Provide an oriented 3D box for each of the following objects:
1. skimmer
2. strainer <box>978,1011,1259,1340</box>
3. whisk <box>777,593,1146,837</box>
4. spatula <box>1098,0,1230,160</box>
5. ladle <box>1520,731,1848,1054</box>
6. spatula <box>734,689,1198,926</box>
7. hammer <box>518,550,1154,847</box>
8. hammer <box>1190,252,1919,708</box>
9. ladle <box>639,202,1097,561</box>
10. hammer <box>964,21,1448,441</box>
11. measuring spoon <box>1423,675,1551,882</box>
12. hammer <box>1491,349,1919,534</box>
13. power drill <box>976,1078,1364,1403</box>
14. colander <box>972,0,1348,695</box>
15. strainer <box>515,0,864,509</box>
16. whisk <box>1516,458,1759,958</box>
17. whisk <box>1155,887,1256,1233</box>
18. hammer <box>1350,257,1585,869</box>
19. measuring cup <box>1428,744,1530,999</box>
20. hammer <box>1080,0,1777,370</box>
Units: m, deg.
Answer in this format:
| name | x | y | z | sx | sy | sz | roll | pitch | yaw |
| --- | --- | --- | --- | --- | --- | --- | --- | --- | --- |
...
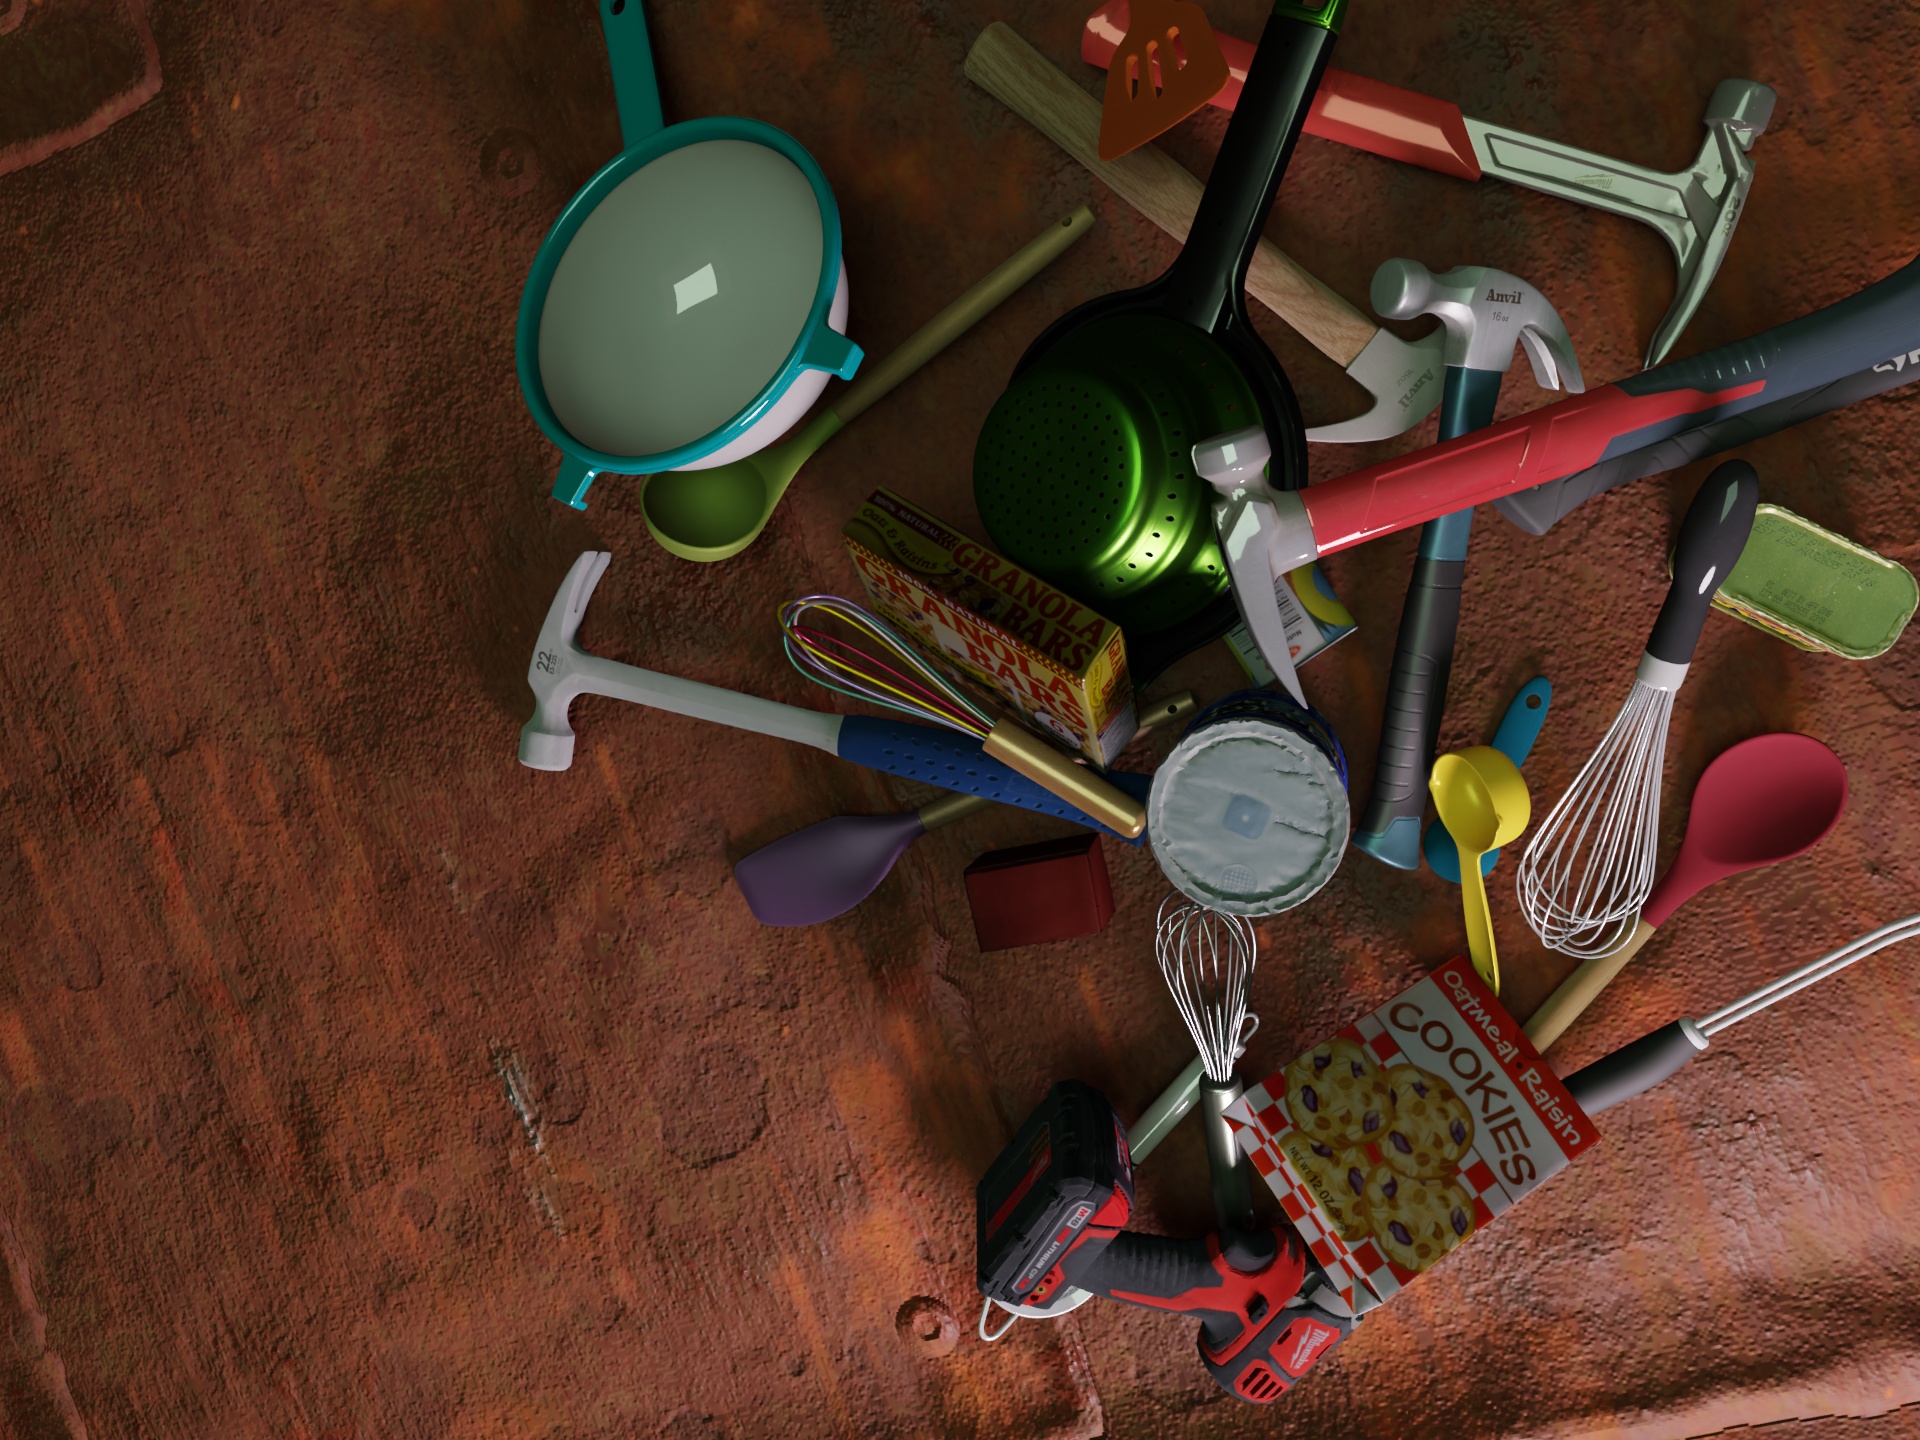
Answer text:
| name | x | y | z | sx | sy | sz | roll | pitch | yaw |
| --- | --- | --- | --- | --- | --- | --- | --- | --- | --- |
| skimmer | 0.445 | 0.120 | 0.865 | 0.127 | 0.090 | 0.363 | 39 | 119 | -23 |
| strainer | 0.094 | 0.273 | 0.971 | 0.086 | 0.050 | 0.258 | 38 | 99 | -16 |
| whisk | -0.002 | -0.002 | 0.903 | 0.245 | 0.047 | 0.051 | 32 | 92 | 10 |
| spatula | 0.071 | -0.455 | 0.852 | 0.081 | 0.041 | 0.323 | -22 | 80 | 34 |
| ladle | 0.368 | 0.132 | 0.892 | 0.069 | 0.031 | 0.315 | 40 | 106 | 10 |
| spatula | 0.001 | 0.053 | 0.975 | 0.316 | 0.018 | 0.060 | -26 | 91 | 16 |
| hammer | -0.081 | 0.001 | 0.966 | 0.405 | 0.035 | 0.144 | 13 | 99 | 15 |
| hammer | 0.318 | -0.130 | 0.780 | 0.386 | 0.038 | 0.143 | -19 | 102 | 4 |
| ladle | -0.057 | -0.199 | 0.924 | 0.320 | 0.062 | 0.078 | -35 | 67 | 19 |
| hammer | 0.135 | -0.277 | 0.892 | 0.331 | 0.031 | 0.130 | 40 | 104 | 6 |
| measuring spoon | 0.301 | 0.035 | 0.896 | 0.042 | 0.021 | 0.128 | 24 | 104 | 9 |
| hammer | 0.429 | -0.174 | 0.806 | 0.335 | 0.035 | 0.146 | -19 | 93 | 6 |
| power drill | 0.140 | 0.287 | 0.901 | 0.226 | 0.080 | 0.187 | 26 | 117 | -14 |
| colander | 0.100 | -0.205 | 0.829 | 0.205 | 0.094 | 0.397 | 31 | 112 | 31 |
| strainer | -0.155 | -0.282 | 0.927 | 0.211 | 0.095 | 0.341 | -22 | 66 | 19 |
| whisk | 0.348 | 0.001 | 0.816 | 0.070 | 0.070 | 0.284 | 14 | 118 | 11 |
| whisk | 0.150 | 0.200 | 0.918 | 0.059 | 0.058 | 0.246 | 5 | 118 | 30 |
| hammer | 0.258 | -0.075 | 0.865 | 0.128 | 0.033 | 0.331 | -1 | 107 | -23 |
| measuring cup | 0.294 | 0.085 | 0.877 | 0.029 | 0.062 | 0.156 | -20 | 113 | -14 |
| hammer | 0.235 | -0.313 | 0.861 | 0.359 | 0.037 | 0.149 | 20 | 102 | 10 |
